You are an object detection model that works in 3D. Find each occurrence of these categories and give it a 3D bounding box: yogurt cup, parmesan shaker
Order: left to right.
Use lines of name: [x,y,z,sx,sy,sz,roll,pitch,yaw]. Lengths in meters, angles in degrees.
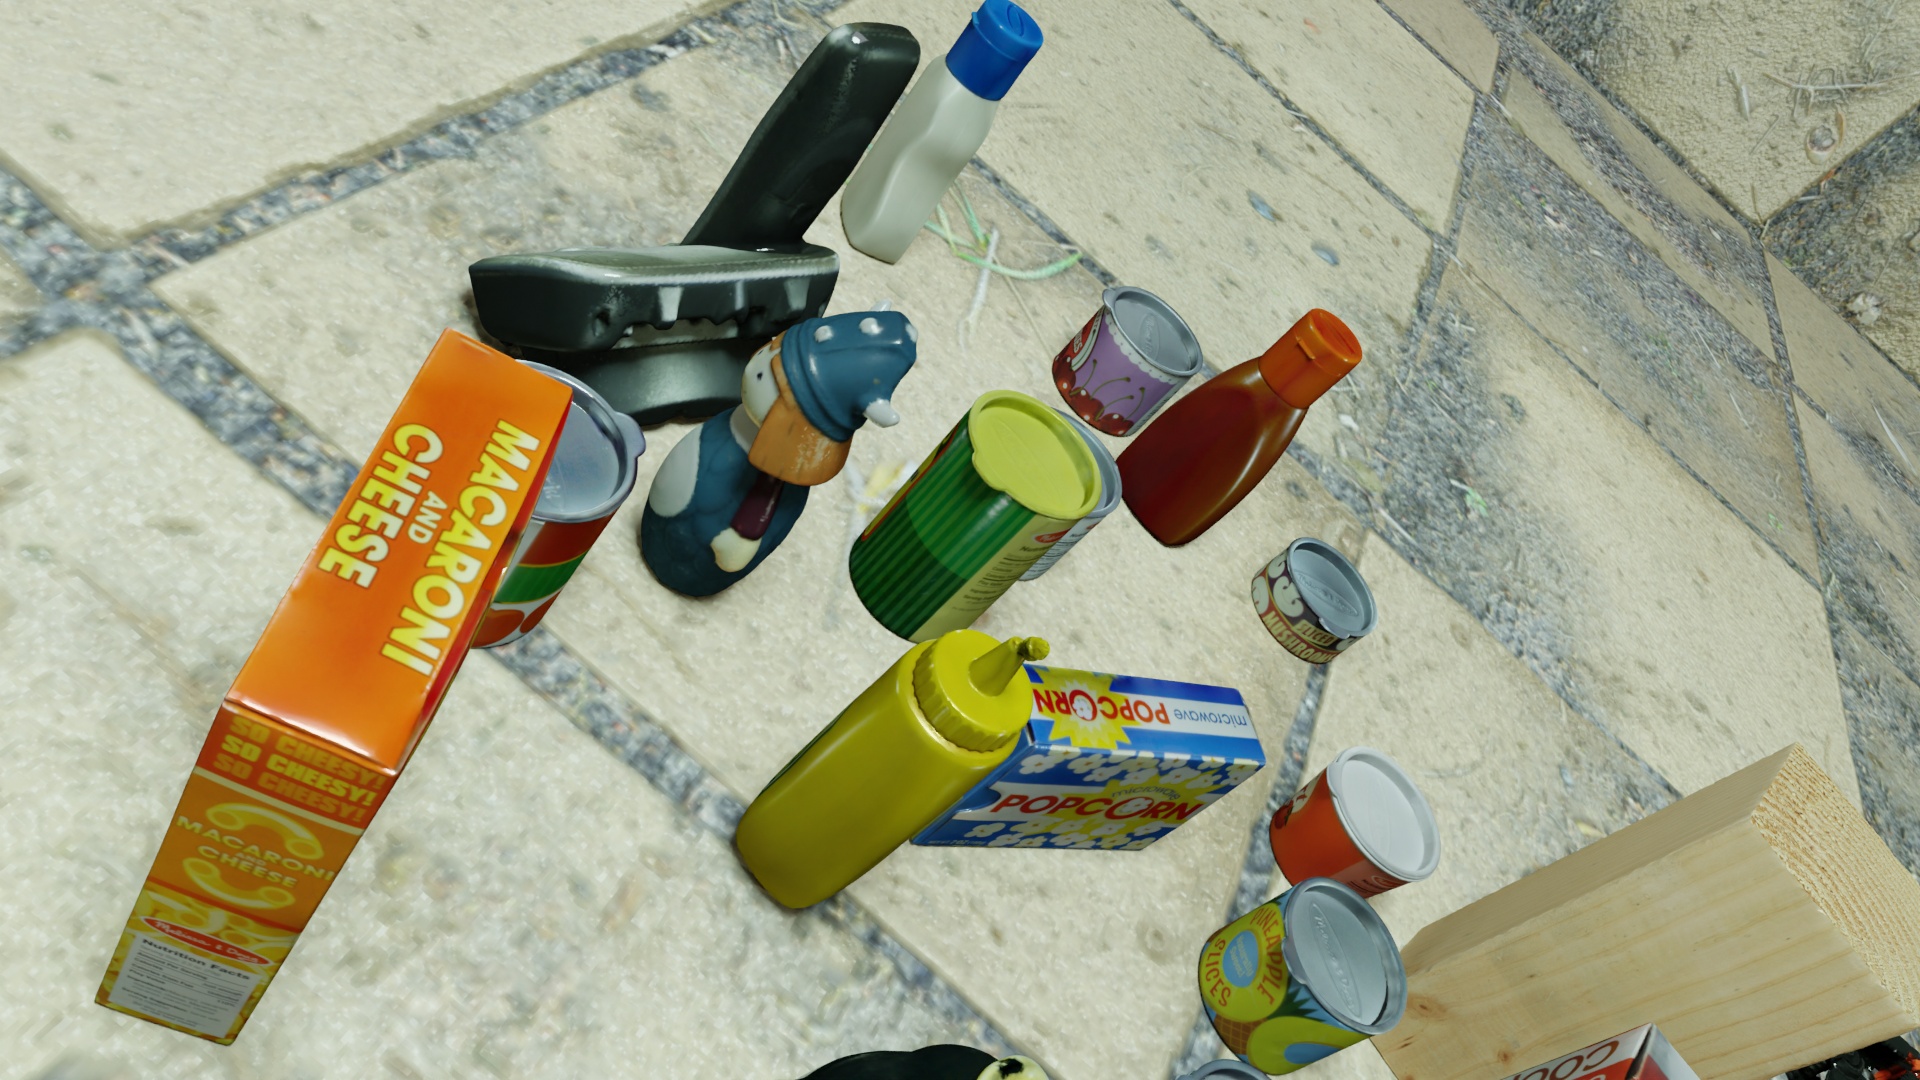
parmesan shaker: [0.002,-0.008,0.600,0.071,0.102,0.072,23,44,-24]
yogurt cup: [0.186,0.140,0.665,0.072,0.053,0.073,23,44,-24]

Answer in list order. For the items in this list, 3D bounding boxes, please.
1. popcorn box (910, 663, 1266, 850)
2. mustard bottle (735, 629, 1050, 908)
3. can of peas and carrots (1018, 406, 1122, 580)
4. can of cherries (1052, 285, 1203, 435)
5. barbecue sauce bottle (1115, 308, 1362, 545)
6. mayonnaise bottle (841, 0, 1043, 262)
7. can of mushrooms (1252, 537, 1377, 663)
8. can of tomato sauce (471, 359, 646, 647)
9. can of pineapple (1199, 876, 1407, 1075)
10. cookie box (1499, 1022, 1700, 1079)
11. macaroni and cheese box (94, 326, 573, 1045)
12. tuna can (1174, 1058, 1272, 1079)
popcorn box: [0.050,0.091,0.567,0.127,0.084,0.038,10,50,-35]
mustard bottle: [-0.018,0.070,0.469,0.049,0.159,0.065,49,39,5]
can of peas and carrots: [0.033,-0.025,0.677,0.071,0.058,0.071,23,44,-24]
can of cherries: [0.093,-0.104,0.798,0.071,0.058,0.072,23,44,-24]
barbecue sauce bottle: [0.146,-0.061,0.735,0.044,0.147,0.065,-16,67,-47]
mayonnaise bottle: [-0.012,-0.218,0.739,0.041,0.147,0.065,19,45,-28]
can of mushrooms: [0.200,0.035,0.785,0.071,0.033,0.071,23,44,-24]
can of tomato sauce: [-0.158,-0.012,0.483,0.071,0.082,0.071,23,44,-24]
can of pineapple: [0.142,0.184,0.586,0.071,0.057,0.071,23,44,-24]
cookie box: [0.214,0.259,0.494,0.123,0.166,0.040,52,40,10]
macaroni and cheese box: [-0.164,0.042,0.365,0.040,0.165,0.124,28,42,-19]
tuna can: [0.097,0.232,0.524,0.071,0.032,0.071,23,44,-24]
